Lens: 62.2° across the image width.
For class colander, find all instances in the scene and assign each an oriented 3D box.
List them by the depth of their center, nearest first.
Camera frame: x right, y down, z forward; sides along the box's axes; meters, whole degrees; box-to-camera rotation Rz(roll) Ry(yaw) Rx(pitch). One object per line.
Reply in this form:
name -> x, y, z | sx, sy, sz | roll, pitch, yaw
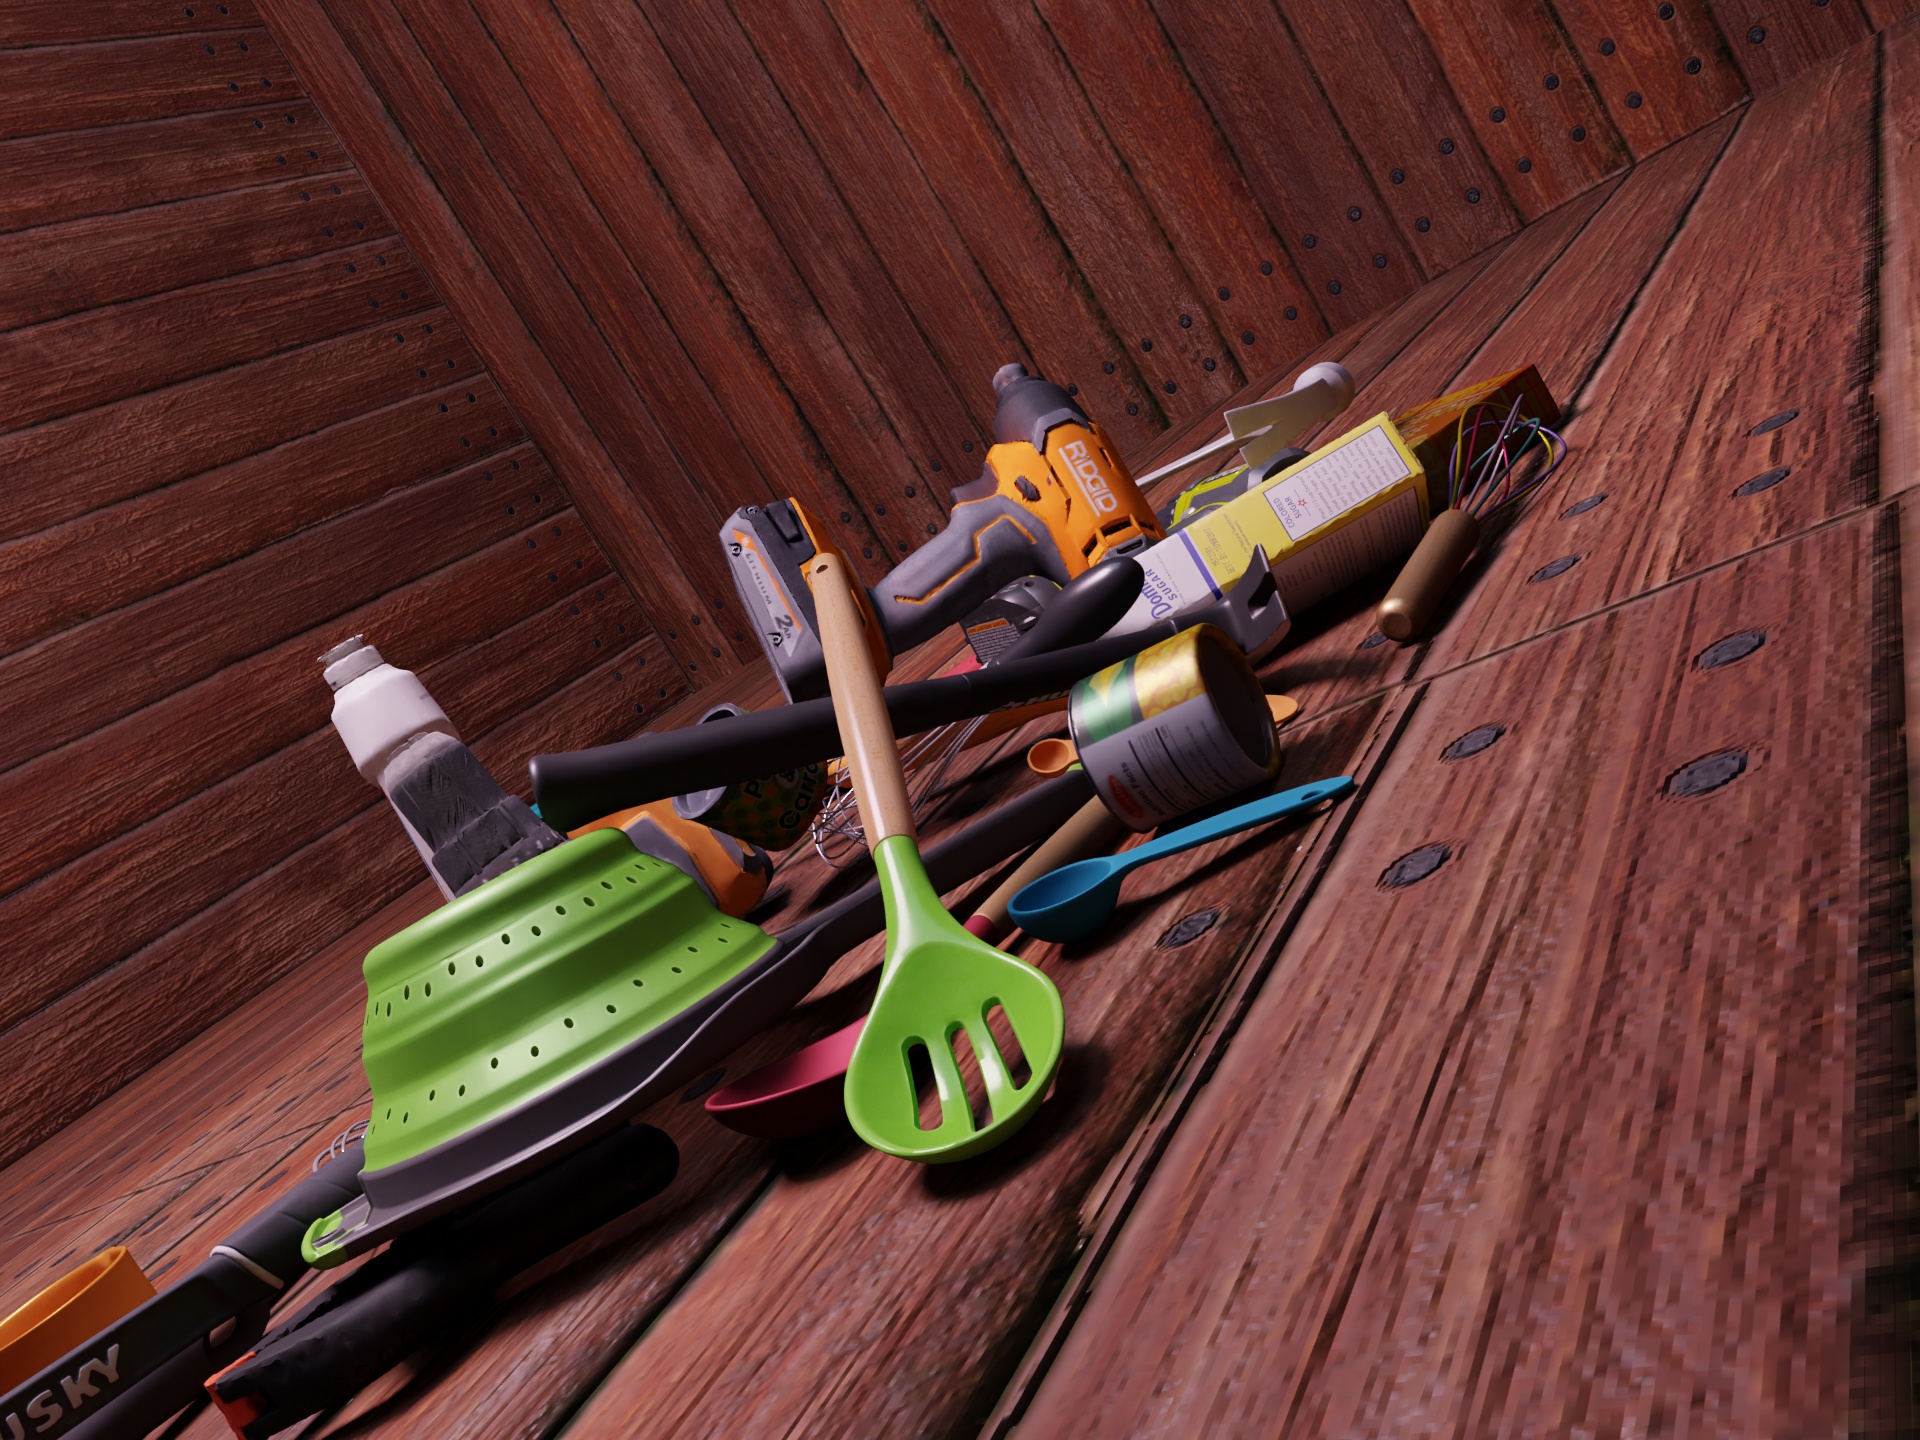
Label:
colander -> -0.095, 0.069, 0.651 | 0.397, 0.094, 0.204 | -28, 1, -24

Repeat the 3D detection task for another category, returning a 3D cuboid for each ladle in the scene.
ladle -> 0.022, 0.067, 0.612 | 0.069, 0.031, 0.315 | -17, 14, 44

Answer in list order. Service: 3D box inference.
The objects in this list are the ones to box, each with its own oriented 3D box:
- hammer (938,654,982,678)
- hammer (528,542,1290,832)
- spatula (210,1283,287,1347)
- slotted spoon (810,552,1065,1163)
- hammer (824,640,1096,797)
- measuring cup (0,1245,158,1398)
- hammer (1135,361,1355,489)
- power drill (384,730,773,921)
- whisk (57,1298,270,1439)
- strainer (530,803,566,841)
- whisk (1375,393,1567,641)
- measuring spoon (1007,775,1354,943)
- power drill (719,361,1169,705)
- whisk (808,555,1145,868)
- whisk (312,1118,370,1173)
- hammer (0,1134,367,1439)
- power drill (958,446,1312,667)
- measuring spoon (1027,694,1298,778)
hammer -> -0.024, -0.014, 1.193 | 0.386, 0.038, 0.143 | -34, 8, -15
hammer -> -0.014, -0.008, 0.676 | 0.334, 0.035, 0.146 | -13, -13, -20
spatula -> -0.326, 0.263, 0.734 | 0.060, 0.018, 0.316 | -22, 10, 19
slotted spoon -> -0.025, 0.028, 0.551 | 0.070, 0.031, 0.314 | -25, 39, 5
hammer -> -0.060, 0.019, 0.944 | 0.337, 0.127, 0.034 | -22, 45, 24
measuring cup -> -0.458, 0.319, 0.771 | 0.173, 0.052, 0.095 | -30, 8, 21
hammer -> 0.050, -0.121, 1.017 | 0.405, 0.035, 0.144 | -22, 8, 33
power drill -> -0.194, 0.069, 0.828 | 0.084, 0.185, 0.226 | -39, 4, 12
whisk -> -0.351, 0.288, 0.557 | 0.073, 0.073, 0.296 | -28, 4, 24
strainer -> -0.375, 0.125, 1.445 | 0.211, 0.095, 0.340 | -35, 7, -38
whisk -> 0.238, -0.101, 0.759 | 0.051, 0.047, 0.245 | -23, 16, 41
measuring spoon -> 0.079, 0.051, 0.556 | 0.128, 0.021, 0.042 | -21, 9, 6
power drill -> -0.013, -0.104, 0.885 | 0.226, 0.164, 0.084 | -23, -22, -8
whisk -> -0.001, -0.002, 0.827 | 0.284, 0.070, 0.070 | -39, 2, 41
whisk -> -0.262, 0.196, 0.805 | 0.058, 0.059, 0.246 | 7, 5, 0
hammer -> -0.284, 0.210, 0.590 | 0.036, 0.149, 0.409 | -21, 5, 29
power drill -> 0.115, -0.098, 1.059 | 0.228, 0.080, 0.190 | -31, 8, -17
measuring spoon -> 0.086, 0.008, 0.675 | 0.117, 0.011, 0.021 | -12, 44, 1
